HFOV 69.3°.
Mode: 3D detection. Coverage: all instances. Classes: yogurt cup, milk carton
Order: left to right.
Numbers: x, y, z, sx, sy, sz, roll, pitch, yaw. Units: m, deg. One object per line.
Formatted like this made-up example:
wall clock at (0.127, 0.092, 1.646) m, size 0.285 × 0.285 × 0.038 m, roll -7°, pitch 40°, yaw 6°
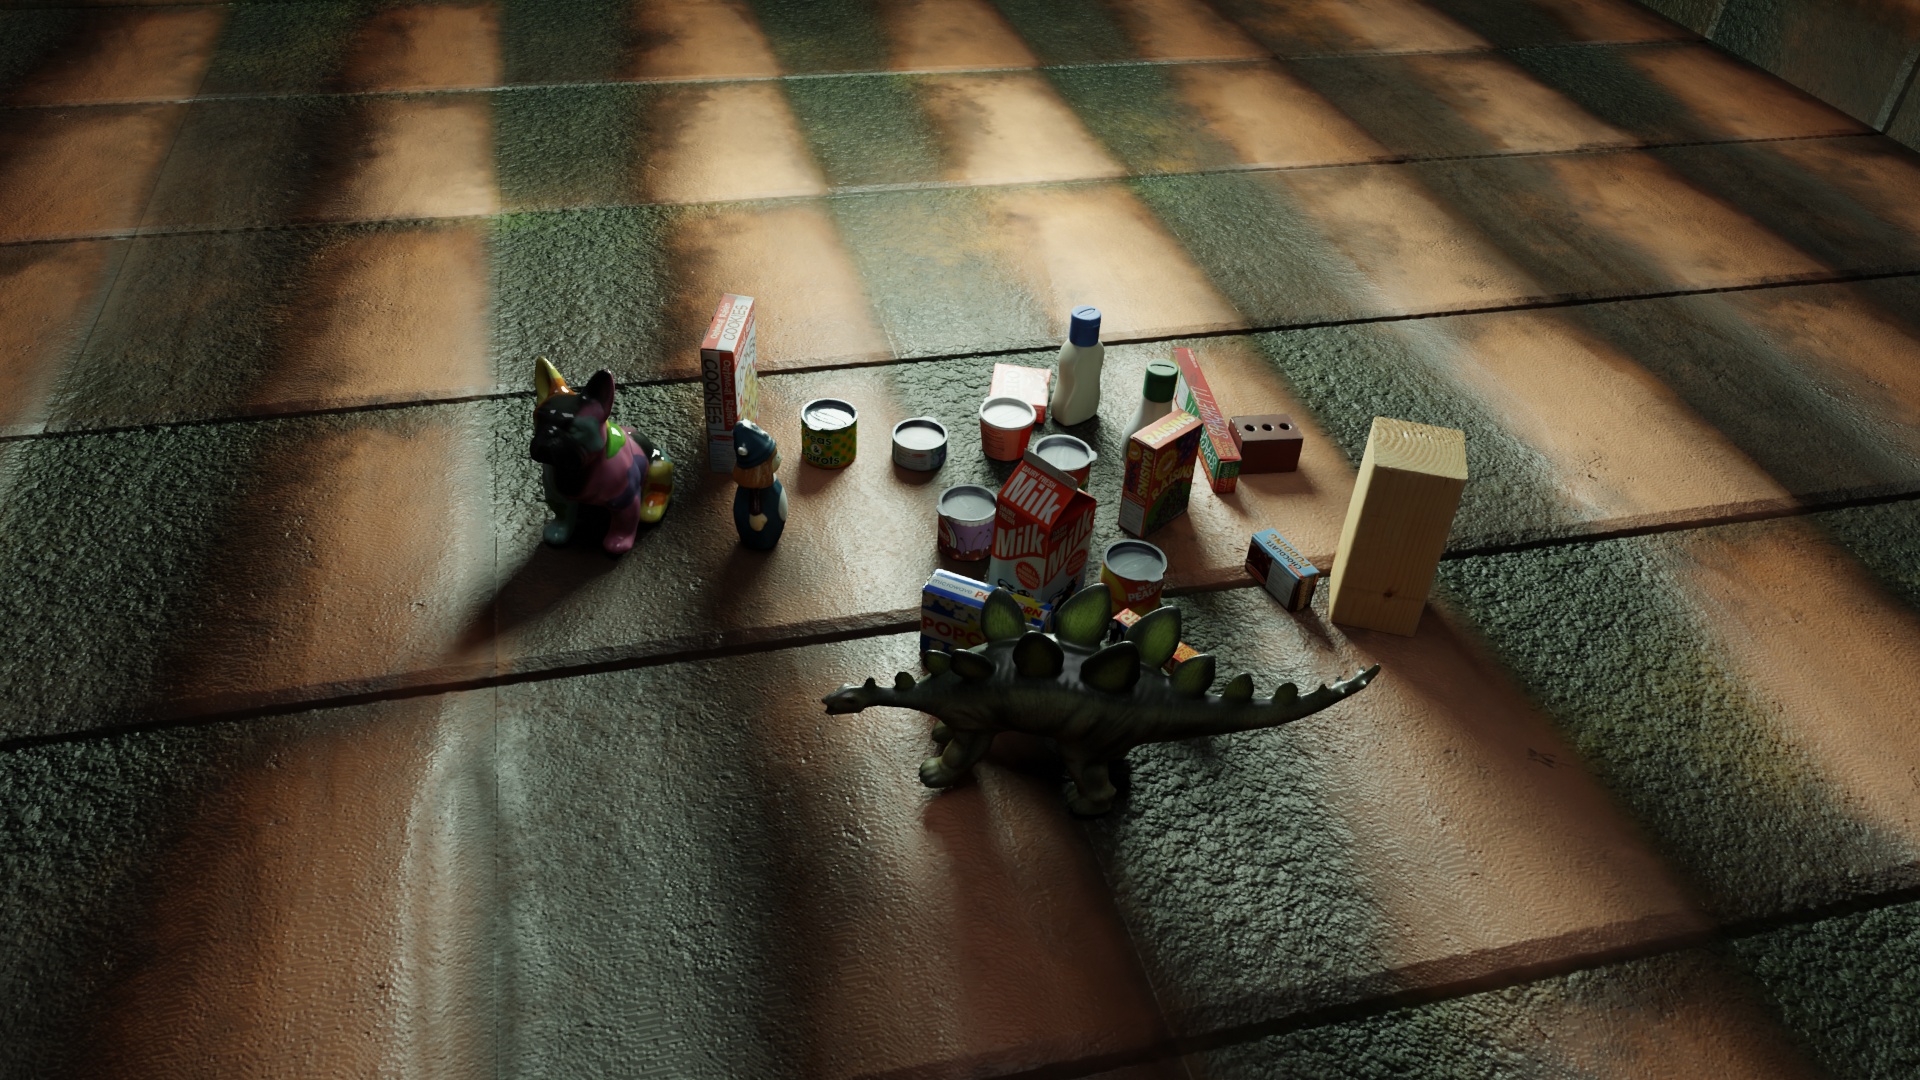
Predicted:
yogurt cup at (0.054, -0.132, 1.655) m, size 0.072 × 0.053 × 0.073 m, roll 2°, pitch 39°, yaw -2°
milk carton at (0.081, 0.000, 1.385) m, size 0.072 × 0.189 × 0.074 m, roll 33°, pitch 47°, yaw 32°

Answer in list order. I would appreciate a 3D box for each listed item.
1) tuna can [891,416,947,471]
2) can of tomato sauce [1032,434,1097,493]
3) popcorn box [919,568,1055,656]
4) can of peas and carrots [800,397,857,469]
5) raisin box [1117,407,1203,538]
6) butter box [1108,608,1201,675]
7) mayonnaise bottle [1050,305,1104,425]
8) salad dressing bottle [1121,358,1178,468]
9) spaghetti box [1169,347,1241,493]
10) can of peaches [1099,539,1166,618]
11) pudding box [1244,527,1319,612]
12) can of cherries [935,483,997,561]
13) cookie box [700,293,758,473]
tuna can at (-0.048, -0.115, 1.642) m, size 0.071 × 0.032 × 0.071 m, roll 2°, pitch 39°, yaw -2°
can of tomato sauce at (0.113, -0.066, 1.555) m, size 0.071 × 0.082 × 0.071 m, roll 2°, pitch 39°, yaw -2°
popcorn box at (0.024, 0.086, 1.357) m, size 0.127 × 0.084 × 0.038 m, roll 17°, pitch 41°, yaw 16°
can of peas and carrots at (-0.155, -0.124, 1.623) m, size 0.071 × 0.058 × 0.071 m, roll 2°, pitch 39°, yaw -2°
raisin box at (0.222, -0.075, 1.543) m, size 0.086 × 0.122 × 0.040 m, roll -29°, pitch 49°, yaw -34°
butter box at (0.192, 0.115, 1.361) m, size 0.104 × 0.052 × 0.024 m, roll 33°, pitch 47°, yaw 31°
mayonnaise bottle at (0.146, -0.213, 1.689) m, size 0.065 × 0.147 × 0.041 m, roll -26°, pitch 47°, yaw -32°
salad dressing bottle at (0.222, -0.138, 1.603) m, size 0.064 × 0.146 × 0.044 m, roll 7°, pitch 39°, yaw 4°
spaghetti box at (0.296, -0.151, 1.702) m, size 0.029 × 0.049 × 0.251 m, roll -2°, pitch 39°, yaw -7°
can of peaches at (0.179, 0.043, 1.445) m, size 0.071 × 0.057 × 0.071 m, roll 2°, pitch 39°, yaw -2°
pudding box at (0.342, 0.031, 1.481) m, size 0.030 × 0.049 × 0.084 m, roll -16°, pitch 43°, yaw -23°
can of cherries at (0.005, -0.019, 1.507) m, size 0.071 × 0.058 × 0.072 m, roll 2°, pitch 39°, yaw -2°
cookie box at (-0.265, -0.180, 1.598) m, size 0.040 × 0.166 × 0.123 m, roll 4°, pitch 39°, yaw 1°
